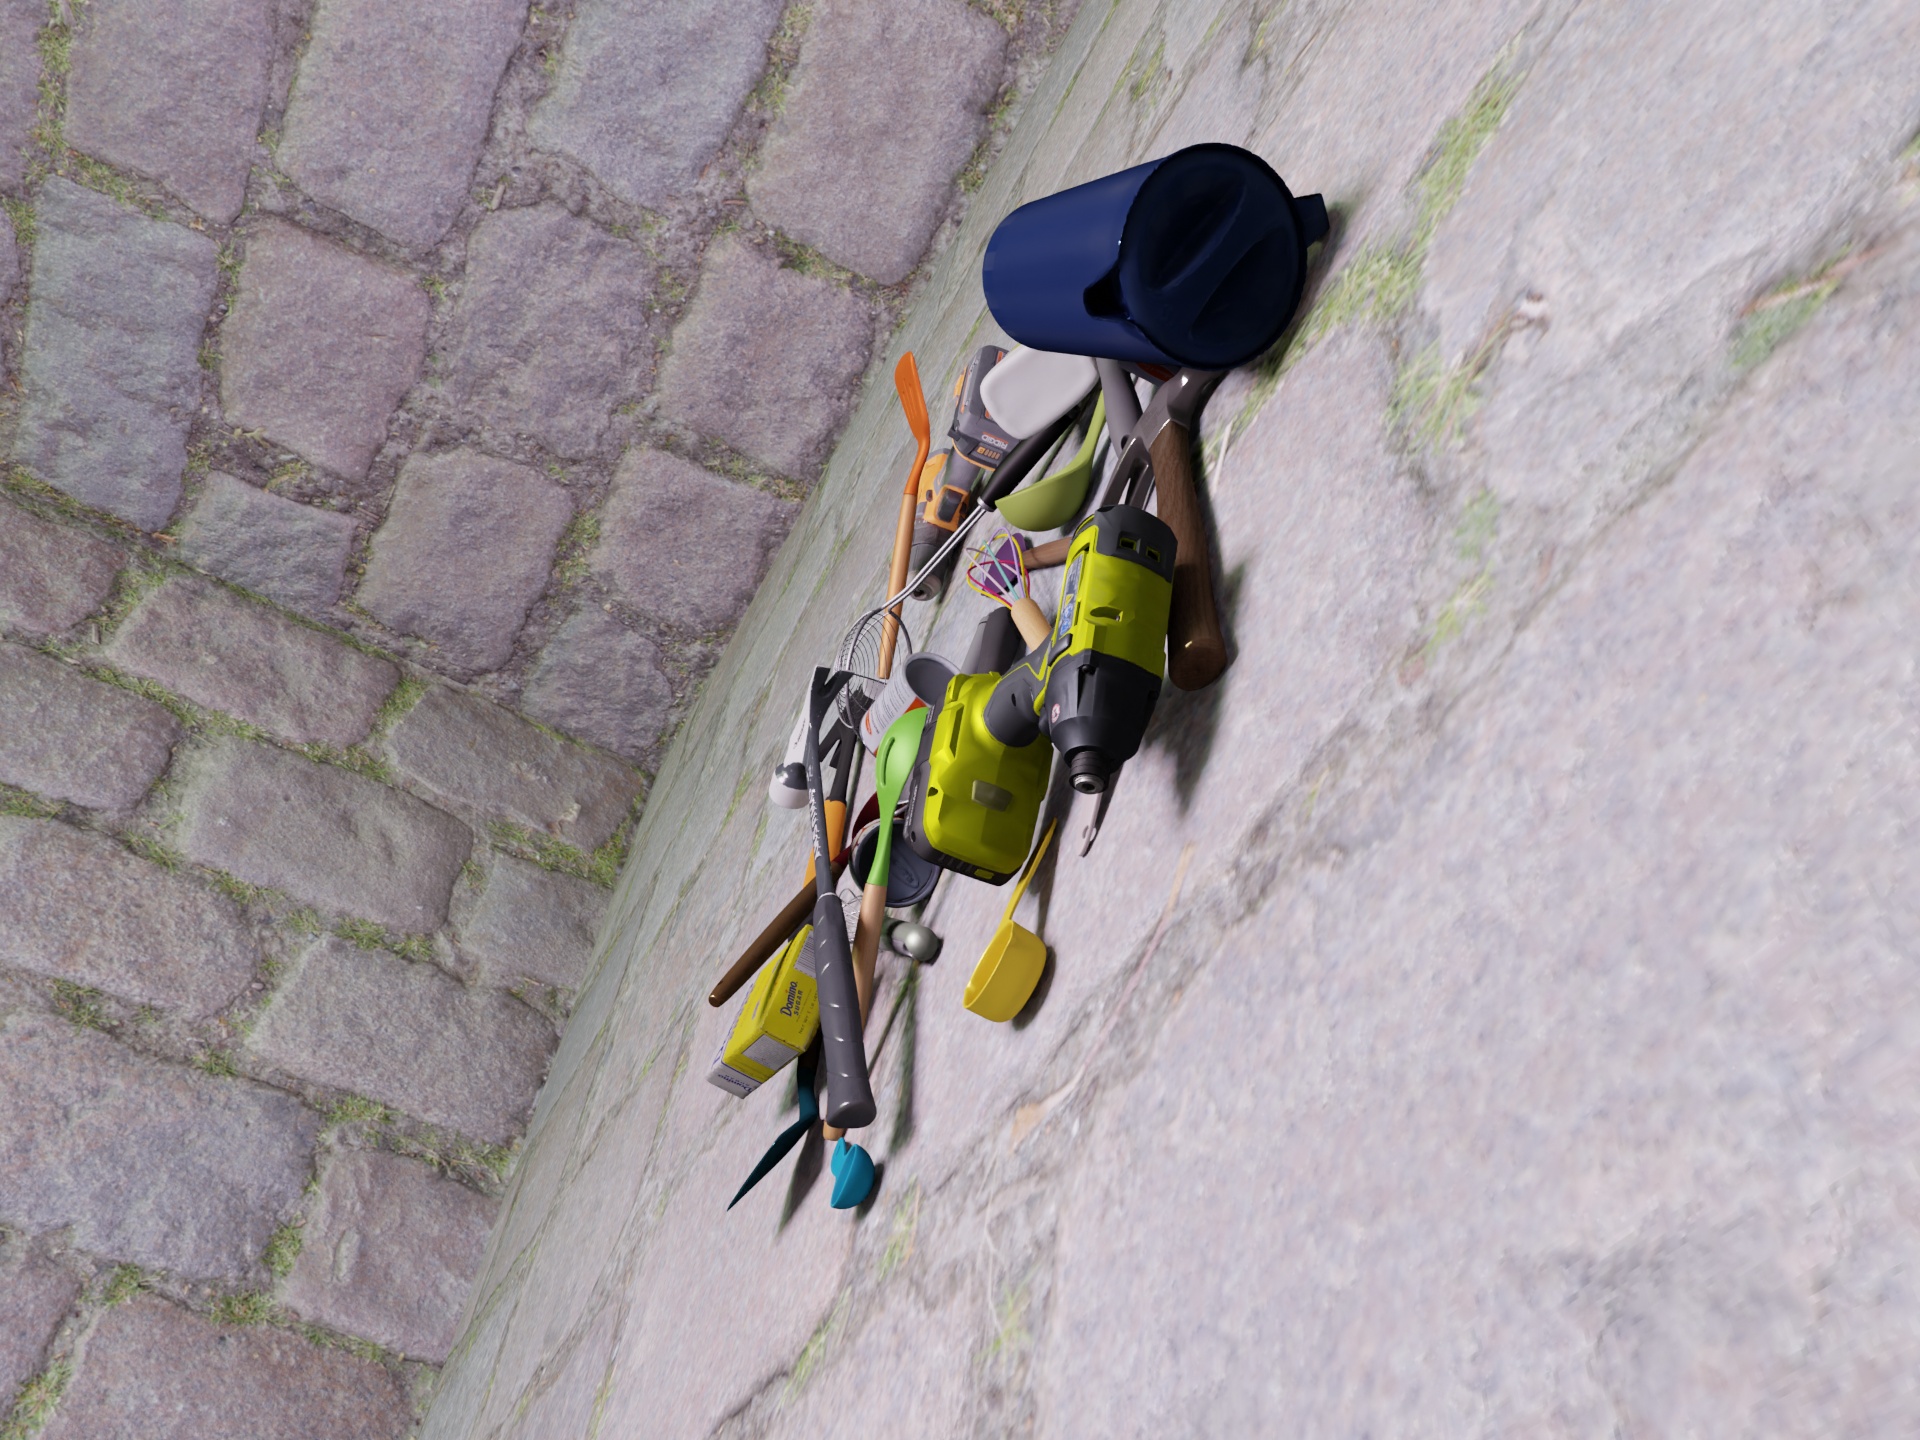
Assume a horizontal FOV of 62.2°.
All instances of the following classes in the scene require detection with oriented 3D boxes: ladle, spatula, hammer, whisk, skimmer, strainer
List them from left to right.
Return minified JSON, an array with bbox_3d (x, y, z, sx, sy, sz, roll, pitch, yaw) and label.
[{"bbox_3d":[-0.130,0.260,1.272,0.082,0.044,0.318,-57,14,25],"label":"spatula"},{"bbox_3d":[-0.111,0.130,1.258,0.069,0.031,0.315,-29,11,36],"label":"ladle"},{"bbox_3d":[-0.131,0.102,1.573,0.127,0.034,0.337,-54,17,35],"label":"hammer"},{"bbox_3d":[-0.094,0.121,1.138,0.409,0.036,0.149,-104,28,-51],"label":"hammer"},{"bbox_3d":[-0.067,0.160,1.212,0.059,0.057,0.246,-38,11,-18],"label":"whisk"},{"bbox_3d":[-0.062,-0.201,1.582,0.081,0.041,0.323,168,110,-76],"label":"spatula"},{"bbox_3d":[-0.002,-0.004,1.270,0.087,0.050,0.259,-17,36,35],"label":"strainer"},{"bbox_3d":[0.004,-0.134,1.465,0.363,0.090,0.127,-48,-18,19],"label":"skimmer"},{"bbox_3d":[0.016,-0.006,1.166,0.073,0.073,0.296,-56,11,32],"label":"whisk"},{"bbox_3d":[0.043,-0.089,1.221,0.245,0.047,0.051,-113,5,-62],"label":"whisk"},{"bbox_3d":[0.063,-0.135,1.301,0.316,0.018,0.060,-173,105,-77],"label":"spatula"},{"bbox_3d":[0.112,-0.278,1.220,0.055,0.055,0.239,-52,35,43],"label":"whisk"},{"bbox_3d":[0.122,-0.293,1.284,0.320,0.062,0.078,-64,16,-6],"label":"ladle"},{"bbox_3d":[0.133,-0.122,0.984,0.130,0.031,0.332,-56,17,32],"label":"hammer"}]

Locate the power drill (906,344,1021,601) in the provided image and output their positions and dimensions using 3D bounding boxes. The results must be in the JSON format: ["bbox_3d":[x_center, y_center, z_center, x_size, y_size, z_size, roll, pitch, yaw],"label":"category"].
[{"bbox_3d":[0.001,-0.241,1.602,0.226,0.084,0.185,126,160,-52],"label":"power drill"}]

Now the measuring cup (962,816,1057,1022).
[{"bbox_3d":[0.043,0.115,0.942,0.062,0.029,0.157,-55,5,43],"label":"measuring cup"}]

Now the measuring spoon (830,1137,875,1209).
[{"bbox_3d":[-0.072,0.297,1.058,0.128,0.021,0.042,145,148,-81],"label":"measuring spoon"}]

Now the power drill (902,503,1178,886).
[{"bbox_3d":[0.046,0.001,0.920,0.223,0.080,0.171,130,156,-53],"label":"power drill"}]

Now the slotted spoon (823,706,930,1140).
[{"bbox_3d":[-0.064,0.142,1.131,0.070,0.031,0.314,180,100,-76],"label":"slotted spoon"}]

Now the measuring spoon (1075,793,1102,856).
[{"bbox_3d":[0.090,0.022,0.940,0.034,0.018,0.124,159,128,-71],"label":"measuring spoon"}]
